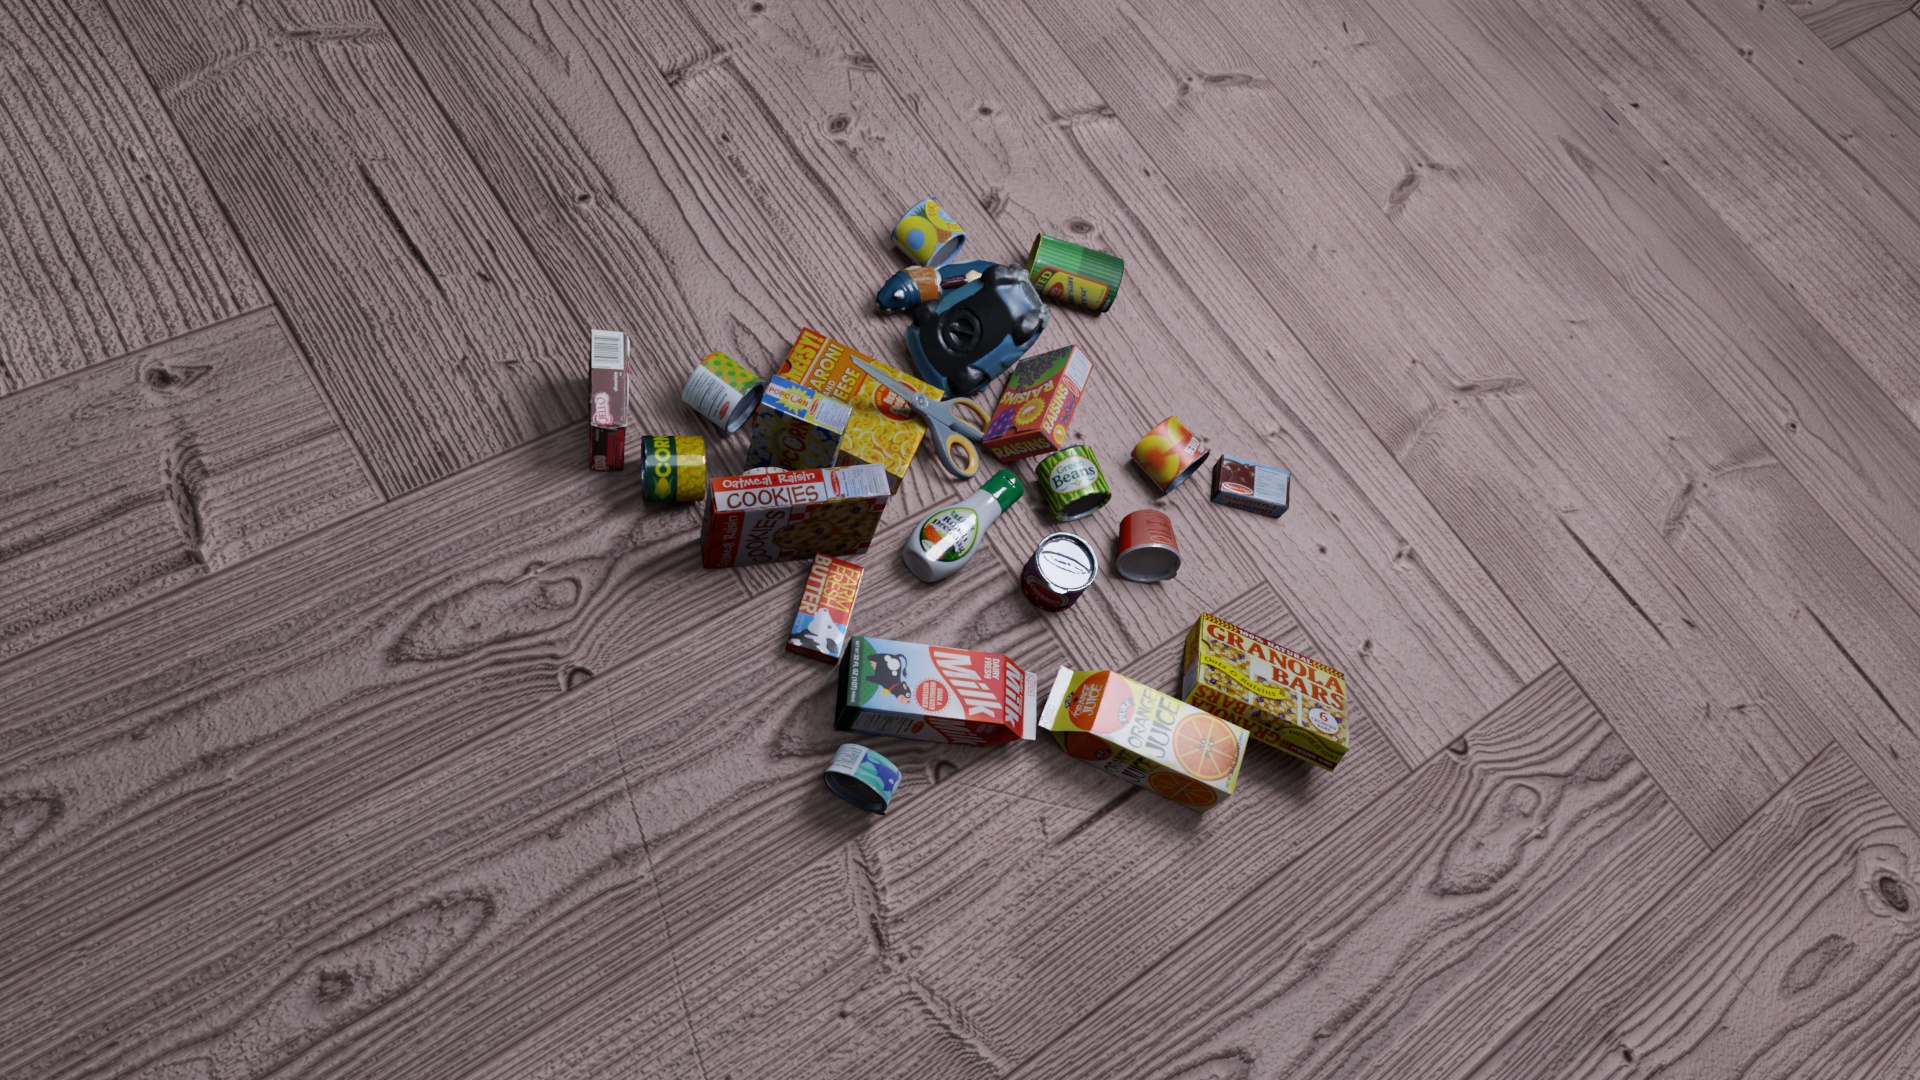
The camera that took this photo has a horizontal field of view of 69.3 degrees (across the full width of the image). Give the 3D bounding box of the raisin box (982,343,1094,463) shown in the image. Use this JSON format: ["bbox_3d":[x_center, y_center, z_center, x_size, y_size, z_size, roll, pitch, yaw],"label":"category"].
[{"bbox_3d":[0.084,-0.147,1.492,0.040,0.086,0.124,44,54,-32],"label":"raisin box"}]

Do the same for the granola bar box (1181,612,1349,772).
[{"bbox_3d":[0.309,0.150,1.403,0.165,0.038,0.125,24,33,-3],"label":"granola bar box"}]

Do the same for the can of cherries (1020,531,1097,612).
[{"bbox_3d":[0.099,0.035,1.422,0.071,0.058,0.072,7,63,-13],"label":"can of cherries"}]

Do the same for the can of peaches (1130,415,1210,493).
[{"bbox_3d":[0.230,-0.096,1.517,0.071,0.071,0.058,-34,76,-27],"label":"can of peaches"}]

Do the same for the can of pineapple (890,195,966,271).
[{"bbox_3d":[-0.035,-0.345,1.573,0.058,0.070,0.071,46,62,9],"label":"can of pineapple"}]

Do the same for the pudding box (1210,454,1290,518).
[{"bbox_3d":[0.323,-0.061,1.548,0.084,0.030,0.050,14,62,-8],"label":"pudding box"}]

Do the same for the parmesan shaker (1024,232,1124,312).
[{"bbox_3d":[0.130,-0.308,1.597,0.103,0.071,0.071,16,61,-7],"label":"parmesan shaker"}]

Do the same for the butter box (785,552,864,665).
[{"bbox_3d":[-0.132,0.067,1.362,0.053,0.024,0.104,18,61,-7],"label":"butter box"}]

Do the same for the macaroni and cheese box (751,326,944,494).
[{"bbox_3d":[-0.117,-0.139,1.461,0.166,0.040,0.124,25,59,-2],"label":"macaroni and cheese box"}]

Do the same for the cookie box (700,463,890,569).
[{"bbox_3d":[-0.162,-0.022,1.342,0.168,0.122,0.040,-6,65,-18],"label":"cookie box"}]

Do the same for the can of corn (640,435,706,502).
[{"bbox_3d":[-0.283,-0.072,1.365,0.058,0.071,0.071,-1,64,-17],"label":"can of corn"}]

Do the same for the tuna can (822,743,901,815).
[{"bbox_3d":[-0.088,0.219,1.274,0.071,0.070,0.033,29,59,0],"label":"tuna can"}]

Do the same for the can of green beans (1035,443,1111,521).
[{"bbox_3d":[0.120,-0.060,1.471,0.071,0.071,0.058,-13,68,-21],"label":"can of green beans"}]

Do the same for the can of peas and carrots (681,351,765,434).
[{"bbox_3d":[-0.241,-0.152,1.422,0.059,0.070,0.071,36,60,5],"label":"can of peas and carrots"}]

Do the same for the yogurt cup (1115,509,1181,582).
[{"bbox_3d":[0.196,0.004,1.462,0.072,0.072,0.054,8,54,-11],"label":"yogurt cup"}]

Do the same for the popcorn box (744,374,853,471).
[{"bbox_3d":[-0.162,-0.100,1.380,0.085,0.126,0.038,22,56,-4],"label":"popcorn box"}]

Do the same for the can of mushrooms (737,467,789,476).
[{"bbox_3d":[-0.196,-0.043,1.377,0.071,0.070,0.033,-3,64,-17],"label":"can of mushrooms"}]

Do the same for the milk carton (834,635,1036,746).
[{"bbox_3d":[-0.019,0.147,1.324,0.191,0.073,0.072,9,62,-11],"label":"milk carton"}]

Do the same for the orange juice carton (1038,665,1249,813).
[{"bbox_3d":[0.174,0.189,1.355,0.193,0.072,0.072,24,60,-2],"label":"orange juice carton"}]

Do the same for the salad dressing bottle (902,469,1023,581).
[{"bbox_3d":[0.005,-0.018,1.431,0.064,0.043,0.148,44,61,7],"label":"salad dressing bottle"}]
